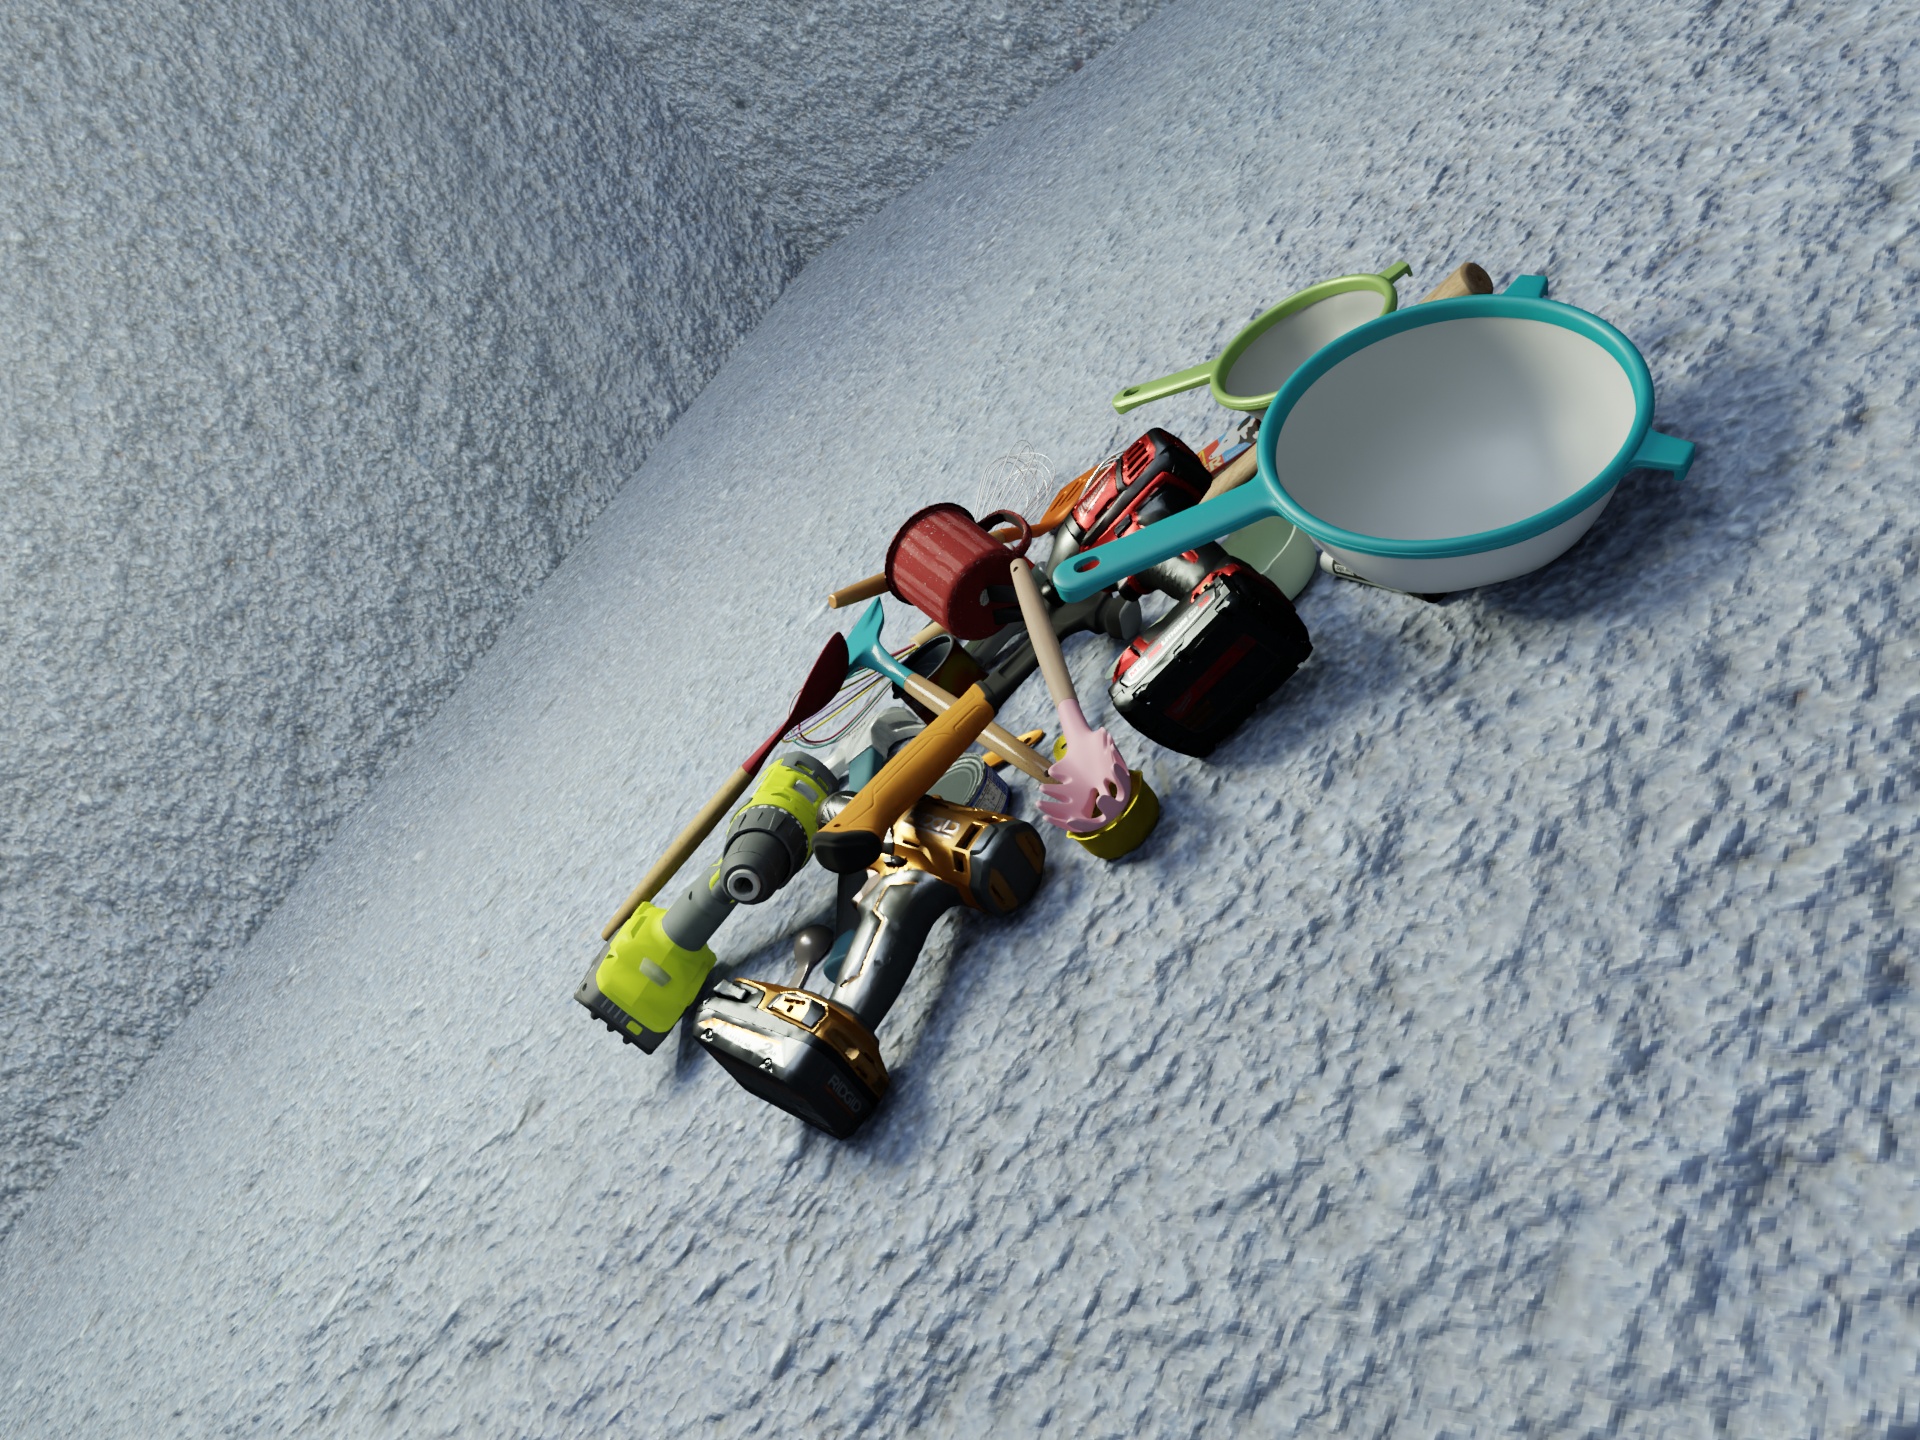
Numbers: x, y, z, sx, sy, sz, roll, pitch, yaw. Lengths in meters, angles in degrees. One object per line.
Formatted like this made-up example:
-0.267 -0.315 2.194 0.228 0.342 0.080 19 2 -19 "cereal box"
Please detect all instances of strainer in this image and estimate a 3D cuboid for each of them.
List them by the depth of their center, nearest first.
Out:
0.224 -0.117 0.915 0.340 0.095 0.211 -22 45 8 "strainer"
0.232 -0.258 1.233 0.256 0.069 0.151 -8 41 45 "strainer"

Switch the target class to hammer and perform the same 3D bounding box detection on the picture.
0.227 -0.196 1.093 0.331 0.031 0.130 -39 11 44 "hammer"
-0.002 -0.004 1.097 0.127 0.034 0.337 7 35 33 "hammer"
-0.077 0.092 1.221 0.128 0.033 0.331 -38 24 18 "hammer"

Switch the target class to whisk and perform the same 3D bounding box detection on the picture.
0.267 -0.171 1.082 0.055 0.055 0.239 -46 18 -5 "whisk"
0.078 -0.125 1.281 0.246 0.057 0.059 -48 29 24 "whisk"
-0.053 -0.050 1.352 0.245 0.047 0.051 -36 46 -20 "whisk"
0.013 -0.147 1.451 0.070 0.070 0.285 -14 41 50 "whisk"

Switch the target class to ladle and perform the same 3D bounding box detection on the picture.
-0.185 0.058 1.257 0.315 0.031 0.069 -49 -4 9 "ladle"

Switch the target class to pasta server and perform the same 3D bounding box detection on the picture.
0.062 -0.029 1.056 0.060 0.040 0.317 -39 33 17 "pasta server"

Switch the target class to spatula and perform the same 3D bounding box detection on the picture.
-0.014 -0.016 1.200 0.318 0.044 0.082 35 91 45 "spatula"
0.012 -0.159 1.374 0.322 0.041 0.081 -25 0 -35 "spatula"

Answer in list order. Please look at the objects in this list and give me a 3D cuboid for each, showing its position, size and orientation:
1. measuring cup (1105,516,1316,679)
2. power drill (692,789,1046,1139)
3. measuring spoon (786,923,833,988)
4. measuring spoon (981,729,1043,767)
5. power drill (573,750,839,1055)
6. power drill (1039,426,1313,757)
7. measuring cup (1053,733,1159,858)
0.171 -0.073 1.083 0.167 0.038 0.083 -41 23 13 "measuring cup"
-0.073 0.138 1.030 0.185 0.084 0.226 13 56 44 "power drill"
-0.129 0.195 1.147 0.034 0.018 0.124 -18 35 46 "measuring spoon"
0.016 0.037 1.191 0.117 0.011 0.021 -30 26 23 "measuring spoon"
-0.186 0.138 1.182 0.228 0.080 0.191 -48 7 19 "power drill"
0.126 -0.085 1.037 0.143 0.078 0.220 -46 37 21 "power drill"
0.089 0.044 1.033 0.062 0.029 0.157 -42 20 6 "measuring cup"
